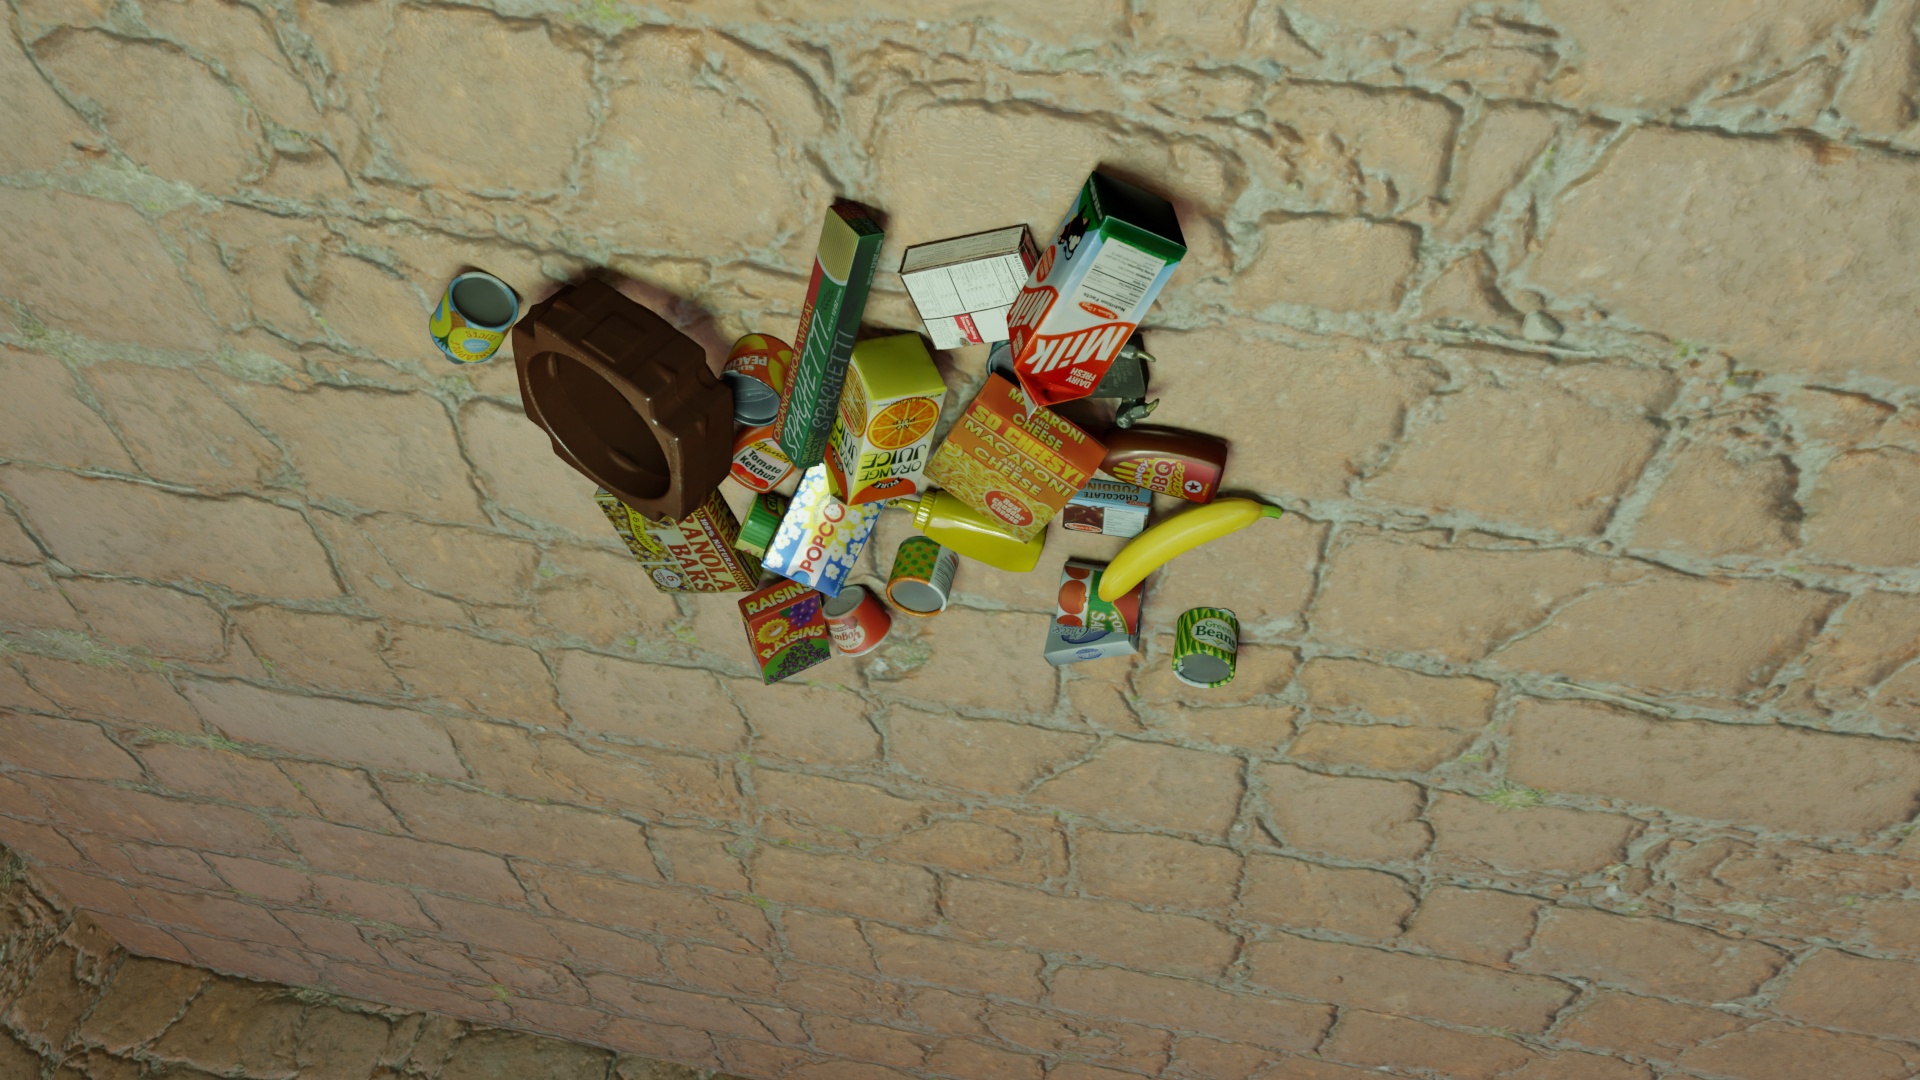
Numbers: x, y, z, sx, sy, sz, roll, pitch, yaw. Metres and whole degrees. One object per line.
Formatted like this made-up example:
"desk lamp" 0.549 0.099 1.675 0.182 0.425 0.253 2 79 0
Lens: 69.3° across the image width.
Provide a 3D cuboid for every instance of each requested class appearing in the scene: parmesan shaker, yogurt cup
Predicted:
"parmesan shaker" -0.176 -0.004 1.448 0.103 0.072 0.071 23 140 -11
"yogurt cup" -0.117 0.087 1.538 0.072 0.073 0.053 -12 126 29

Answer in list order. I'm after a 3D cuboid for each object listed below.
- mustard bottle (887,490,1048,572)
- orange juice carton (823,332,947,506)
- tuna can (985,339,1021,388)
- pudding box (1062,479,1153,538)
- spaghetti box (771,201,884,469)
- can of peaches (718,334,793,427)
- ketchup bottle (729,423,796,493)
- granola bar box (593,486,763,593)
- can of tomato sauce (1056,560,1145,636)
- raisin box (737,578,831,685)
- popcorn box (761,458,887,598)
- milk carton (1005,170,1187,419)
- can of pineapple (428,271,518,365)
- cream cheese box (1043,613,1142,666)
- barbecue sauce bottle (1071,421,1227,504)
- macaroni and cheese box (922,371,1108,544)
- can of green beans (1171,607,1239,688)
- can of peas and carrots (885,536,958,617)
"mustard bottle" 0.005 -0.017 1.384 0.160 0.049 0.065 19 140 -3
"orange juice carton" -0.076 -0.096 1.276 0.072 0.073 0.191 -13 148 -23
"tuna can" 0.058 -0.159 1.209 0.071 0.033 0.070 9 141 8
"pudding box" 0.142 -0.031 1.338 0.084 0.030 0.049 8 142 9
"spaghetti box" -0.117 -0.170 1.197 0.029 0.050 0.248 -15 141 -36
"can of peaches" -0.188 -0.150 1.281 0.071 0.058 0.071 10 141 8
"ketchup bottle" -0.170 -0.101 1.346 0.064 0.044 0.148 34 137 -23
"granola bar box" -0.302 -0.008 1.503 0.124 0.039 0.164 -3 138 20
"can of tomato sauce" 0.143 0.060 1.415 0.083 0.071 0.070 8 140 9
"raisin box" -0.197 0.100 1.565 0.086 0.040 0.122 -22 142 -15
"popcorn box" -0.134 -0.017 1.388 0.085 0.038 0.126 25 104 -12
"milk carton" 0.094 -0.185 1.096 0.073 0.073 0.189 17 128 -20
"can of pineapple" -0.452 -0.206 1.291 0.071 0.071 0.057 32 138 -19
"cream cheese box" 0.141 0.100 1.476 0.103 0.054 0.024 -12 136 29
"barbecue sauce bottle" 0.164 -0.076 1.266 0.148 0.044 0.064 13 143 3
"macaroni and cheese box" 0.046 -0.073 1.266 0.124 0.040 0.165 34 153 -4
"can of green beans" 0.256 0.113 1.450 0.071 0.058 0.071 9 141 8
"can of peas and carrots" -0.042 0.039 1.459 0.071 0.059 0.070 9 140 8
